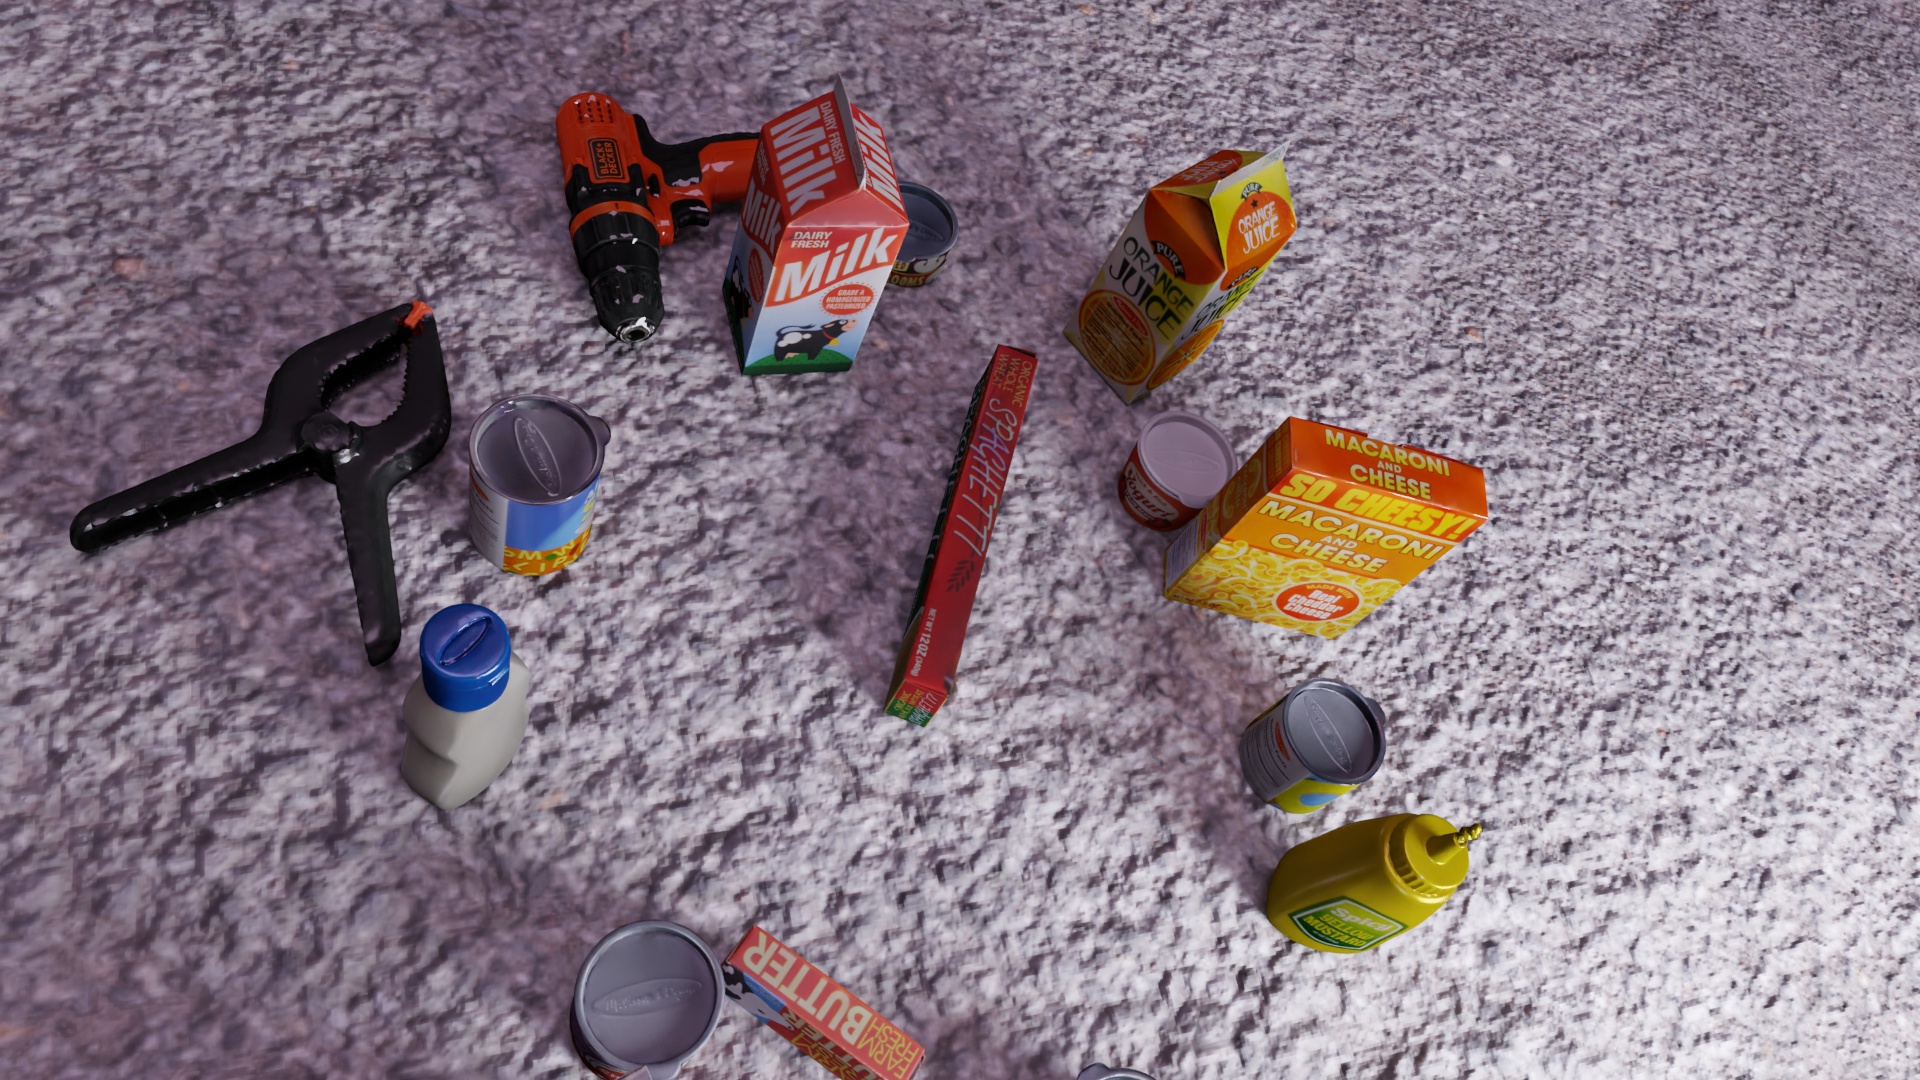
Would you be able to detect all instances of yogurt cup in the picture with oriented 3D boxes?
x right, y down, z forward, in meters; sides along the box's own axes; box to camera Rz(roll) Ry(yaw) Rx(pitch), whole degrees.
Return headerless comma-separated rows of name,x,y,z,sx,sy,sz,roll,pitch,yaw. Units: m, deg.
yogurt cup,0.136,-0.042,0.890,0.072,0.053,0.073,9,60,-15

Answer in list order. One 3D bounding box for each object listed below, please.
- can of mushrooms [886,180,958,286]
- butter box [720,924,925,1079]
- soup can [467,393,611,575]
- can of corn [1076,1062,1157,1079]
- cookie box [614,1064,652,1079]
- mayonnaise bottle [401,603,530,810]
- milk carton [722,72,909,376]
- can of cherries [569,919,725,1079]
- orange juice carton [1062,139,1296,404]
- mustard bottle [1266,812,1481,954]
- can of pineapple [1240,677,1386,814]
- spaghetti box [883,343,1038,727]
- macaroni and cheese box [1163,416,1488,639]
can of mushrooms,-0.038,-0.204,0.933,0.071,0.033,0.071,9,59,-15
butter box,-0.069,0.228,0.666,0.103,0.053,0.024,36,57,2
soup can,-0.224,-0.029,0.739,0.071,0.083,0.071,9,60,-15
can of corn,0.069,0.293,0.675,0.071,0.058,0.071,9,60,-15
cookie box,-0.124,0.284,0.547,0.040,0.166,0.123,-23,72,-28
mayonnaise bottle,-0.228,0.075,0.640,0.041,0.147,0.065,37,57,3
milk carton,-0.084,-0.177,0.808,0.073,0.189,0.072,-6,64,-22
can of cherries,-0.146,0.218,0.642,0.071,0.058,0.072,9,60,-15
orange juice carton,0.144,-0.177,0.887,0.072,0.191,0.073,-33,76,-31
mustard bottle,0.222,0.177,0.733,0.065,0.159,0.049,25,57,-5
can of pineapple,0.209,0.122,0.821,0.071,0.057,0.071,9,60,-15
spaghetti box,0.003,-0.010,0.828,0.029,0.050,0.251,20,57,-8
macaroni and cheese box,0.211,-0.003,0.828,0.124,0.165,0.040,14,59,-12
